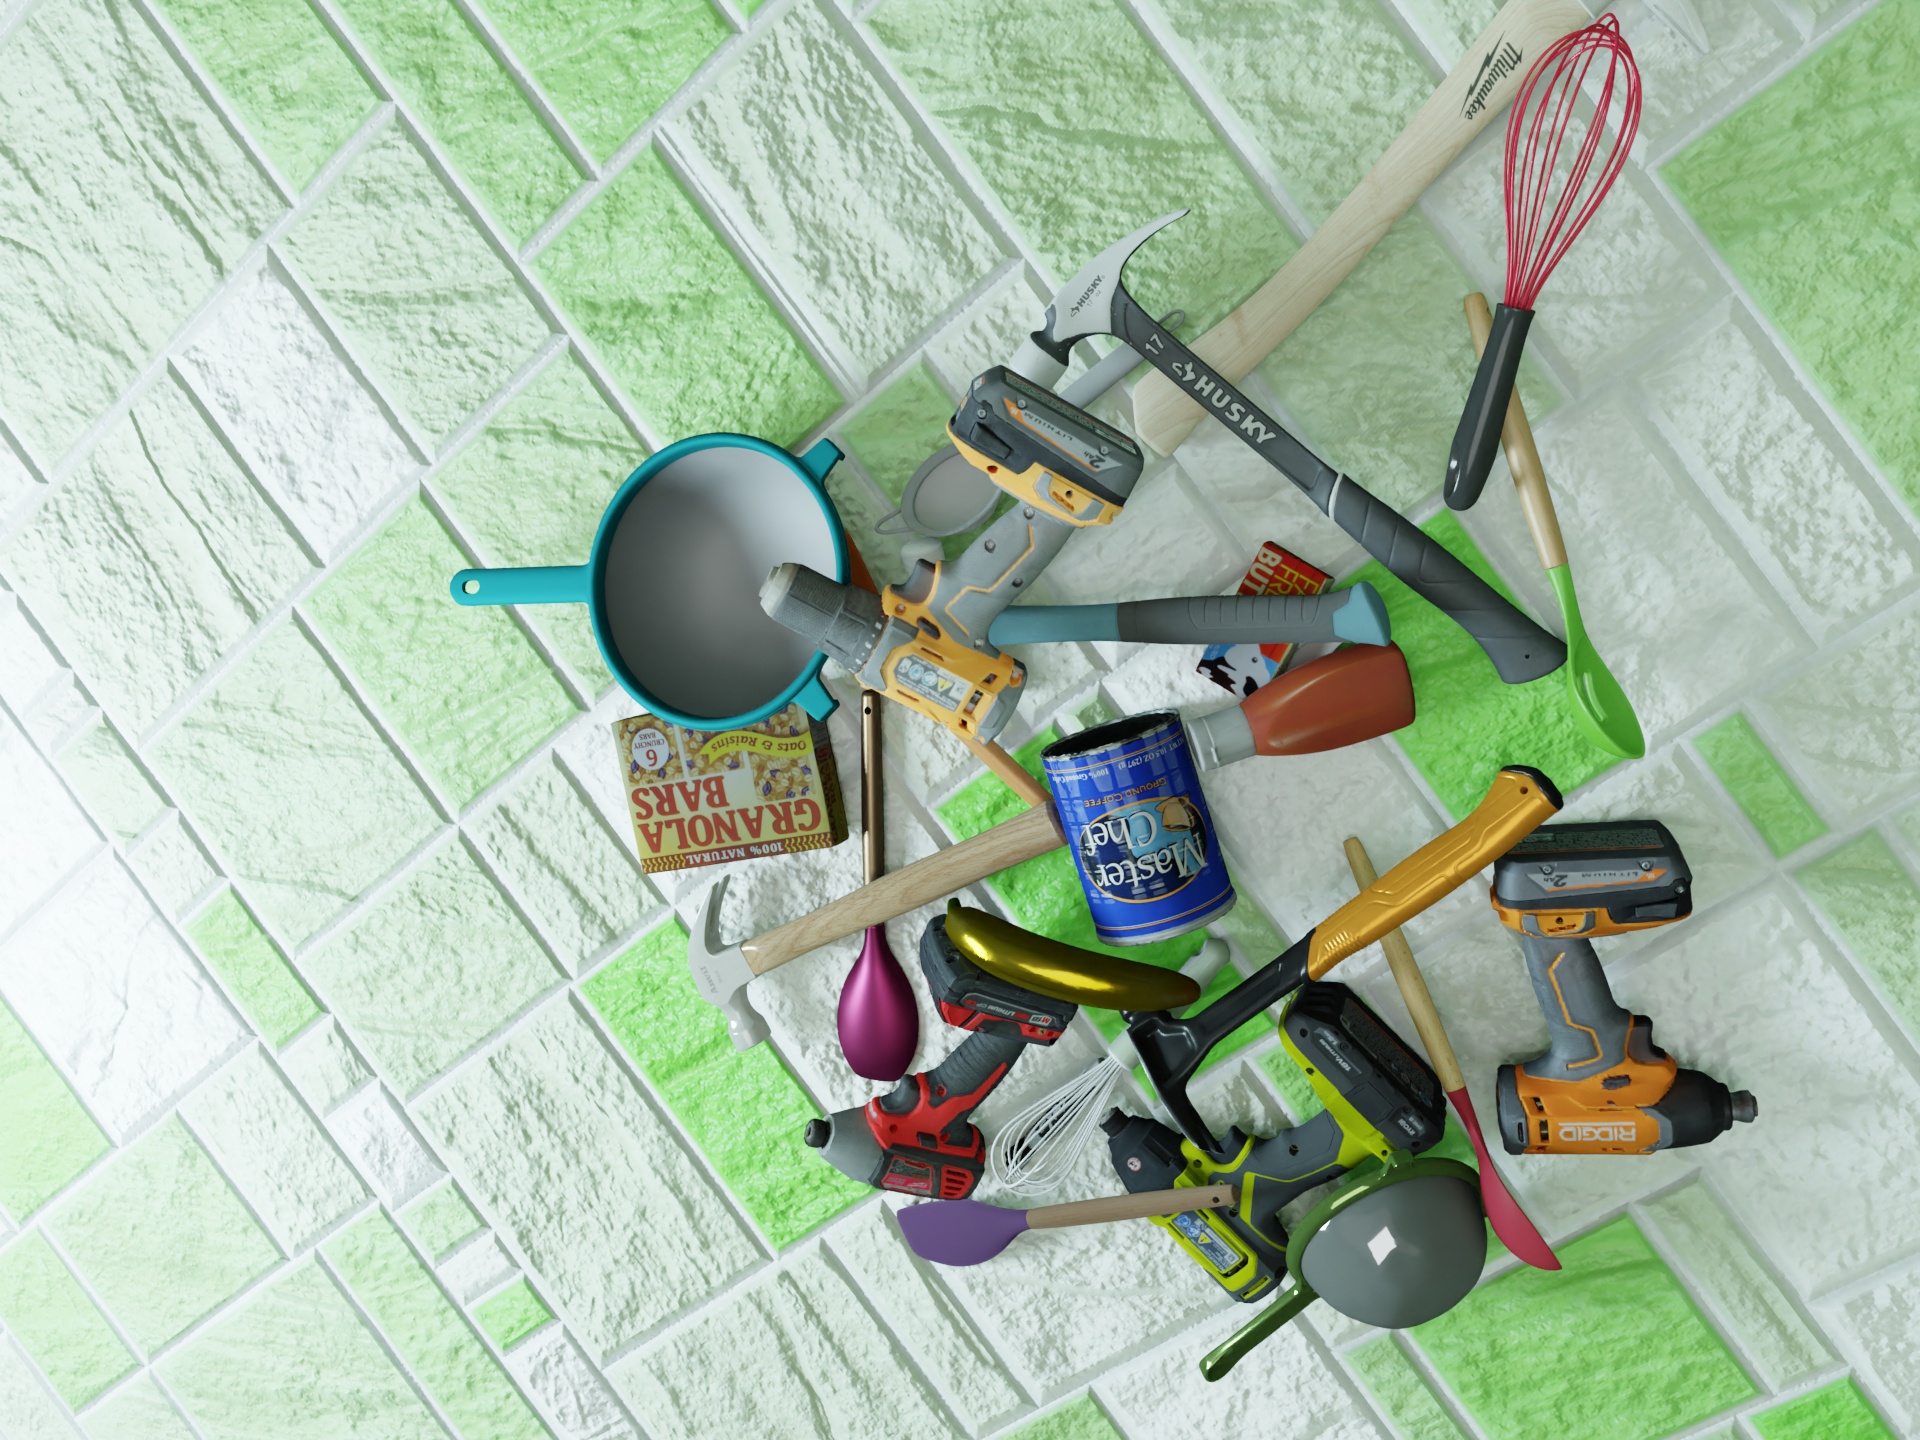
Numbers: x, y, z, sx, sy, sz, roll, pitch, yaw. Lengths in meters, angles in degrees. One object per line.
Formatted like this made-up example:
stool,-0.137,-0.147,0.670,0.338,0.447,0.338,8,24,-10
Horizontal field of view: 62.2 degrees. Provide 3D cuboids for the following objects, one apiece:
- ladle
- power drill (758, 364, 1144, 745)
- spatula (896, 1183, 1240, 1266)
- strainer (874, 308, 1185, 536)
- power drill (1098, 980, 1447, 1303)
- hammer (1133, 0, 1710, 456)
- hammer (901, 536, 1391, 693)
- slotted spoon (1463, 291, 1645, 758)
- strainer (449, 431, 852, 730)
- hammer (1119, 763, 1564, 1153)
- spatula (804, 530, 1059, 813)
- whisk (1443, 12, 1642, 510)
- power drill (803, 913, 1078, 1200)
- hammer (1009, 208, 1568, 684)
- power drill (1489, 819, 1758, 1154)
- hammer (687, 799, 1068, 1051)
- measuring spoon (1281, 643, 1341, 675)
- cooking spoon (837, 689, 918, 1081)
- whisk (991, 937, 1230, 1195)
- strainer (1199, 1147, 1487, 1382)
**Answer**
ladle,0.331,0.228,1.092,0.031,0.069,0.315,-22,80,2
power drill,-0.008,-0.114,1.030,0.185,0.084,0.226,27,110,-10
spatula,0.075,0.376,1.202,0.316,0.018,0.060,-22,96,37
strainer,0.052,-0.199,1.106,0.258,0.050,0.087,-37,47,15
power drill,0.221,0.299,1.151,0.171,0.080,0.223,45,113,3
hammer,0.270,-0.321,1.015,0.146,0.038,0.410,45,111,2
hammer,0.123,-0.069,1.086,0.331,0.033,0.128,0,119,23
slotted spoon,0.374,-0.123,1.017,0.031,0.070,0.314,-18,88,41
strainer,-0.217,-0.098,1.182,0.340,0.095,0.211,1,89,23
hammer,0.256,0.149,1.055,0.337,0.034,0.127,-41,51,19
spatula,-0.002,-0.004,1.176,0.322,0.041,0.081,43,112,-1
whisk,0.342,-0.269,0.961,0.073,0.073,0.295,16,113,12
power drill,-0.017,0.260,1.187,0.143,0.079,0.219,18,112,-24
hammer,0.233,-0.164,1.038,0.409,0.036,0.149,39,111,-3
power drill,0.438,0.185,1.059,0.164,0.084,0.226,-4,105,17
hammer,-0.068,0.137,1.202,0.331,0.031,0.130,-26,95,21
measuring spoon,0.243,-0.043,1.100,0.124,0.018,0.034,-44,72,27
cooking spoon,-0.067,0.132,1.227,0.069,0.017,0.318,4,104,17
whisk,0.112,0.254,1.169,0.059,0.058,0.246,41,96,4
strainer,0.272,0.411,1.119,0.151,0.069,0.256,31,112,-36
